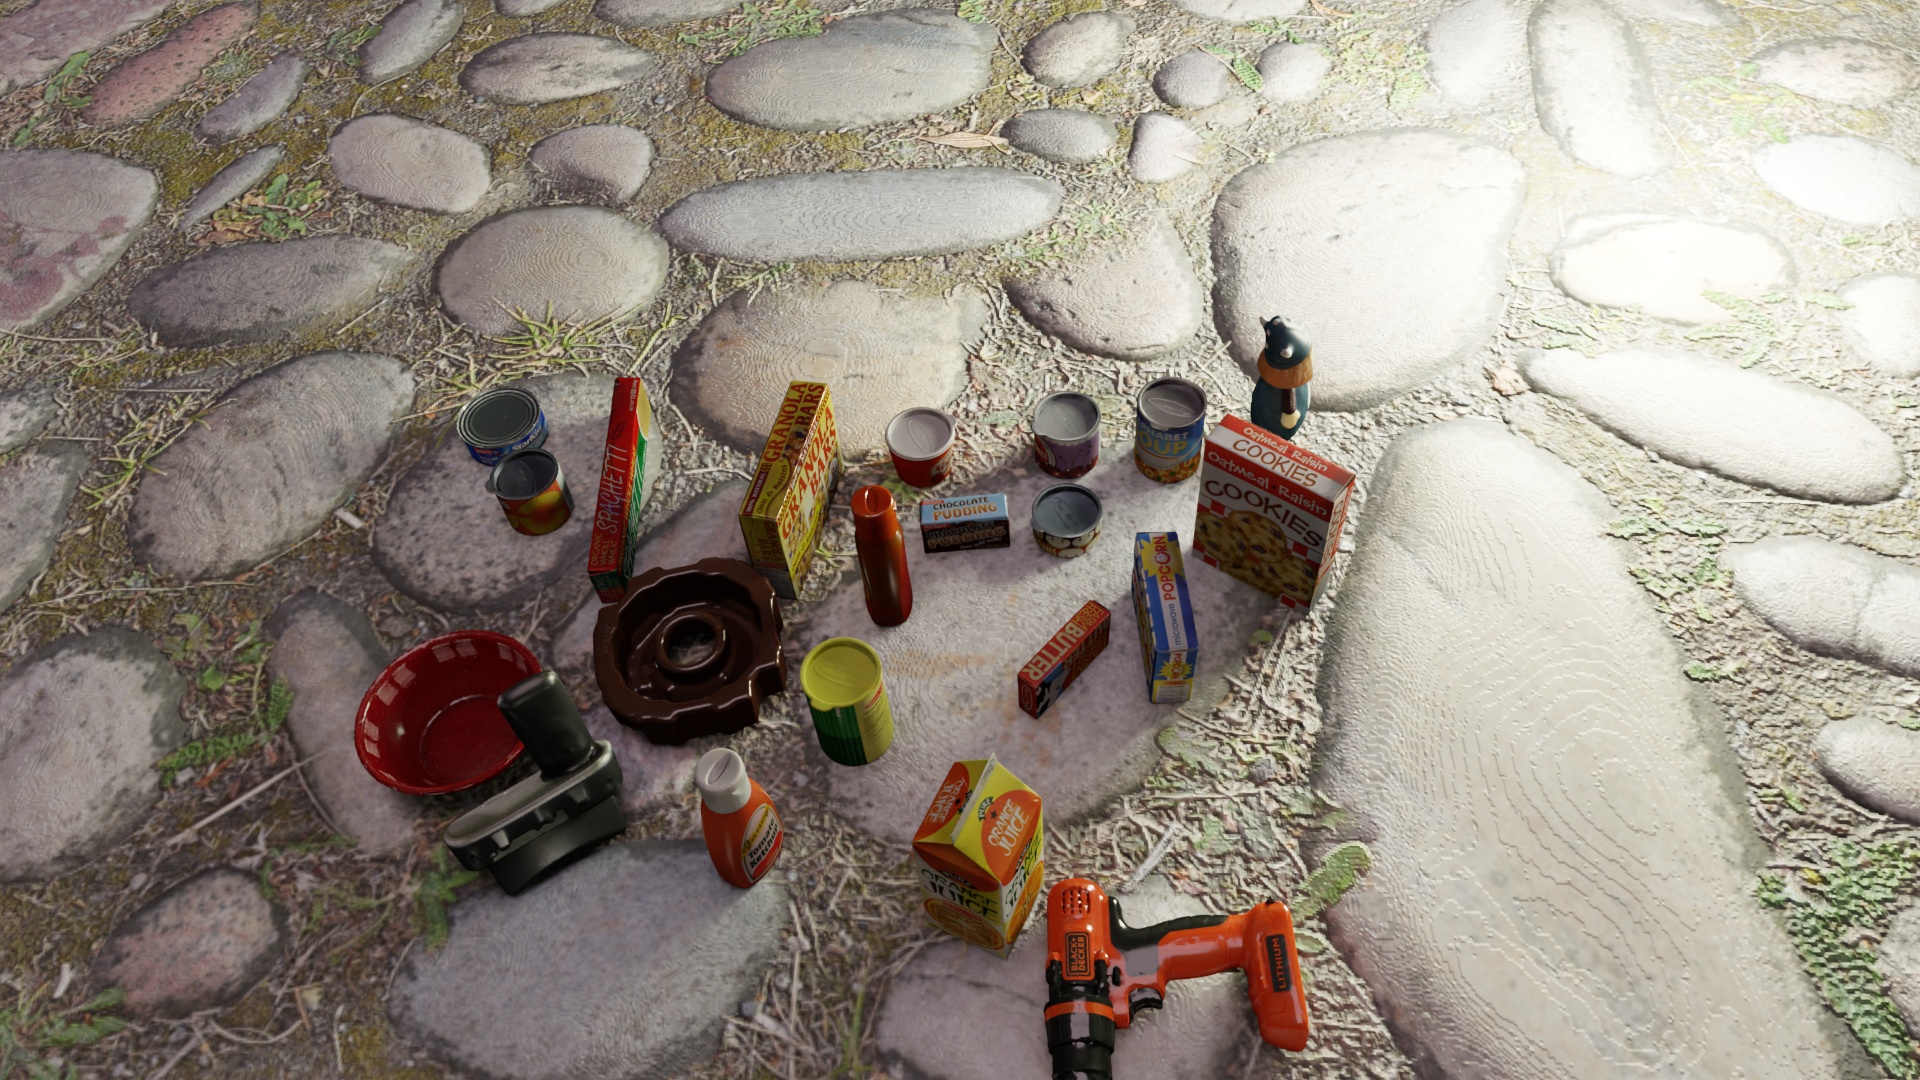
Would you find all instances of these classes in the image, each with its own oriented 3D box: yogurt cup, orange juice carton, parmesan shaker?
[{"bbox_3d":[-0.038,-0.089,1.360,0.072,0.053,0.073,-2,52,3],"label":"yogurt cup"},{"bbox_3d":[0.014,0.230,1.023,0.073,0.191,0.072,20,57,18],"label":"orange juice carton"},{"bbox_3d":[-0.095,0.138,1.158,0.071,0.102,0.072,-2,52,3],"label":"parmesan shaker"}]

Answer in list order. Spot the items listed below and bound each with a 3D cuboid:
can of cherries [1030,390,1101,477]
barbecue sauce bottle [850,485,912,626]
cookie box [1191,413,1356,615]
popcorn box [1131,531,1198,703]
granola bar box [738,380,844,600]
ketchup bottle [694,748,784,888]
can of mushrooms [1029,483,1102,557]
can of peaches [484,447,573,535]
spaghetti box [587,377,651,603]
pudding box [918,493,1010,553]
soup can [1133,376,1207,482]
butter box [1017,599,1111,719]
[{"bbox_3d":[0.102,-0.103,1.358,0.071,0.058,0.072,-2,52,3],"label":"can of cherries"},{"bbox_3d":[-0.070,0.011,1.226,0.044,0.147,0.065,-7,52,-1],"label":"barbecue sauce bottle"},{"bbox_3d":[0.270,-0.022,1.215,0.123,0.166,0.040,30,60,24],"label":"cookie box"},{"bbox_3d":[0.176,0.066,1.205,0.038,0.084,0.127,-5,52,1],"label":"popcorn box"},{"bbox_3d":[-0.155,-0.047,1.292,0.039,0.123,0.166,8,53,10],"label":"granola bar box"},{"bbox_3d":[-0.174,0.212,1.077,0.043,0.148,0.065,20,57,18],"label":"ketchup bottle"},{"bbox_3d":[0.098,-0.018,1.309,0.071,0.033,0.071,-2,52,3],"label":"can of mushrooms"},{"bbox_3d":[-0.418,-0.046,1.351,0.071,0.057,0.071,-2,52,3],"label":"can of peaches"},{"bbox_3d":[-0.331,-0.054,1.356,0.029,0.050,0.251,-4,52,1],"label":"spaghetti box"},{"bbox_3d":[0.005,-0.016,1.304,0.084,0.049,0.030,-5,52,1],"label":"pudding box"},{"bbox_3d":[0.200,-0.104,1.336,0.071,0.083,0.072,-2,52,3],"label":"soup can"},{"bbox_3d":[0.090,0.102,1.204,0.024,0.052,0.104,34,62,26],"label":"butter box"}]
